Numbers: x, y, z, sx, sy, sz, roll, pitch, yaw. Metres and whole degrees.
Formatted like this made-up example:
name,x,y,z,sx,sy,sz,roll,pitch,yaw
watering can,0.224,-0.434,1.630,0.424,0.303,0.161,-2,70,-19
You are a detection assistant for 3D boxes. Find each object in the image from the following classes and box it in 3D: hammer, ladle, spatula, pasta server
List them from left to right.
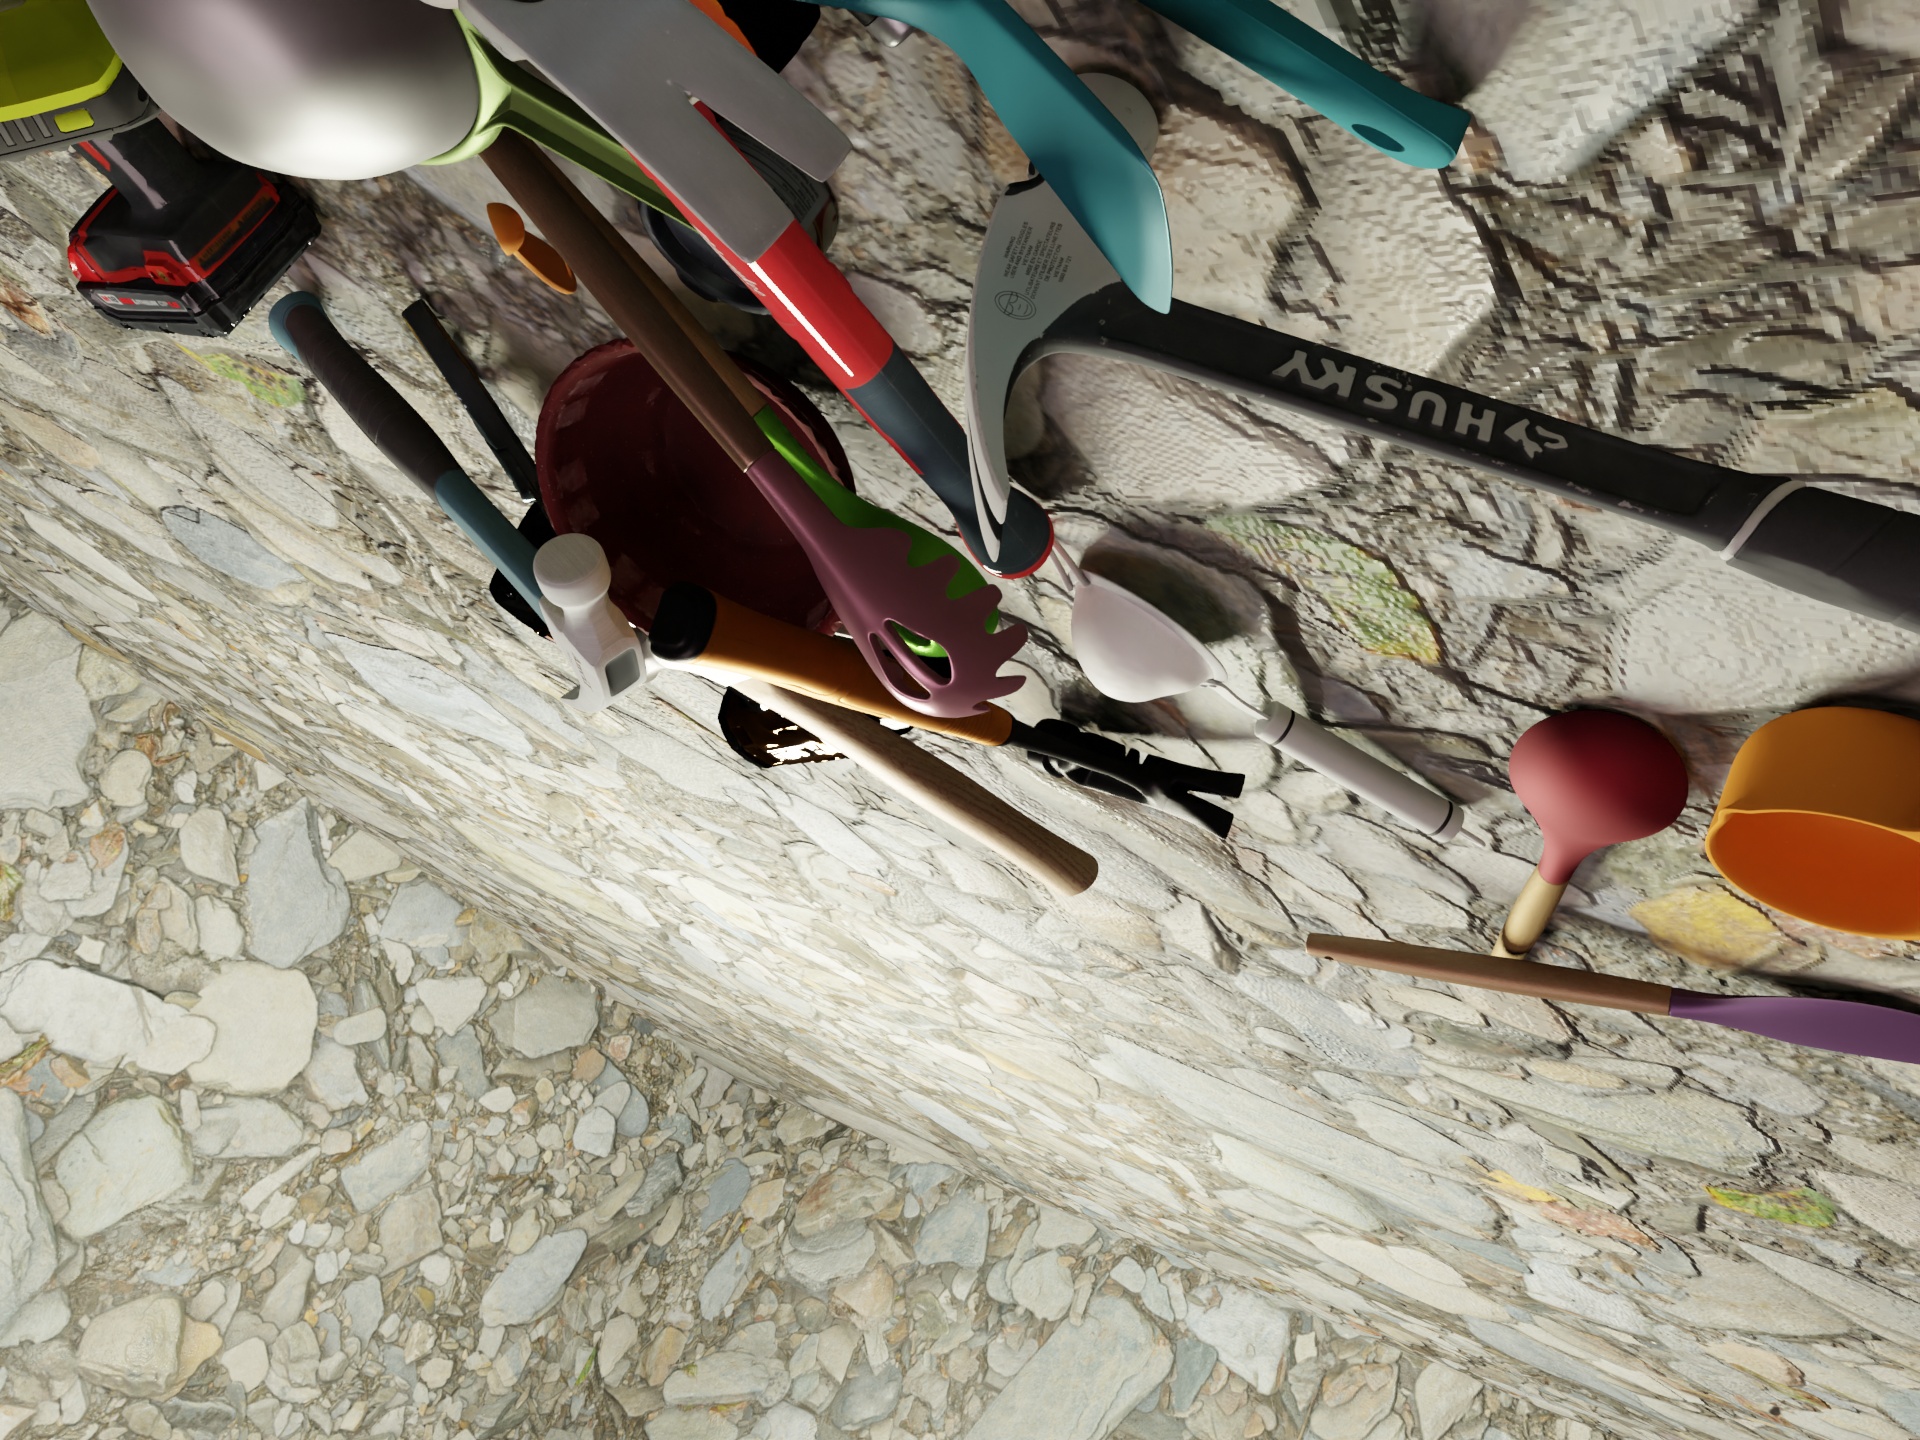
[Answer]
name,x,y,z,sx,sy,sz,roll,pitch,yaw
hammer,-0.254,-0.120,0.776,0.331,0.033,0.128,43,157,29
spatula,-0.080,-0.195,0.409,0.317,0.044,0.082,26,177,11
pasta server,-0.090,-0.122,0.602,0.060,0.040,0.316,-37,96,32
hammer,-0.023,-0.108,0.505,0.143,0.038,0.386,44,-177,22
hammer,-0.032,0.022,0.869,0.130,0.031,0.331,-15,144,39
hammer,-0.001,-0.002,0.718,0.127,0.034,0.336,18,180,40
ladle,0.276,0.078,0.752,0.069,0.031,0.315,21,160,18
spatula,0.326,0.135,0.792,0.316,0.018,0.059,5,150,31
hammer,0.194,-0.056,0.424,0.409,0.149,0.036,19,156,5

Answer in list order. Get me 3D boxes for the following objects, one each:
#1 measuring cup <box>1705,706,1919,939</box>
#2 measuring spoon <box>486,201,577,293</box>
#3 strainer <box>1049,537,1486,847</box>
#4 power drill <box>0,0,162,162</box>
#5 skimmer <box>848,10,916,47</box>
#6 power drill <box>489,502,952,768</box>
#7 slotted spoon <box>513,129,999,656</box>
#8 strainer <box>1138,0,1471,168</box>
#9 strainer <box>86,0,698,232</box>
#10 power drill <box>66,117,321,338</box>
name,x,y,z,sx,sy,sz,roll,pitch,yaw
measuring cup,0.325,0.021,0.520,0.095,0.052,0.173,29,157,-3
measuring spoon,-0.168,-0.190,0.643,0.117,0.011,0.021,-86,-23,-84
strainer,0.136,-0.001,0.725,0.258,0.050,0.087,29,175,-11
power drill,-0.328,-0.279,0.477,0.228,0.080,0.191,100,149,-69
skimmer,-0.146,-0.277,0.357,0.363,0.090,0.127,37,128,-27
power drill,-0.121,-0.049,0.878,0.226,0.084,0.185,36,151,-32
slotted spoon,-0.100,-0.138,0.627,0.313,0.031,0.070,48,140,-11
strainer,0.002,-0.222,0.319,0.340,0.095,0.211,16,-169,-32
strainer,-0.181,-0.198,0.516,0.256,0.069,0.151,29,157,-2
power drill,-0.423,-0.285,0.714,0.188,0.080,0.226,13,152,34
